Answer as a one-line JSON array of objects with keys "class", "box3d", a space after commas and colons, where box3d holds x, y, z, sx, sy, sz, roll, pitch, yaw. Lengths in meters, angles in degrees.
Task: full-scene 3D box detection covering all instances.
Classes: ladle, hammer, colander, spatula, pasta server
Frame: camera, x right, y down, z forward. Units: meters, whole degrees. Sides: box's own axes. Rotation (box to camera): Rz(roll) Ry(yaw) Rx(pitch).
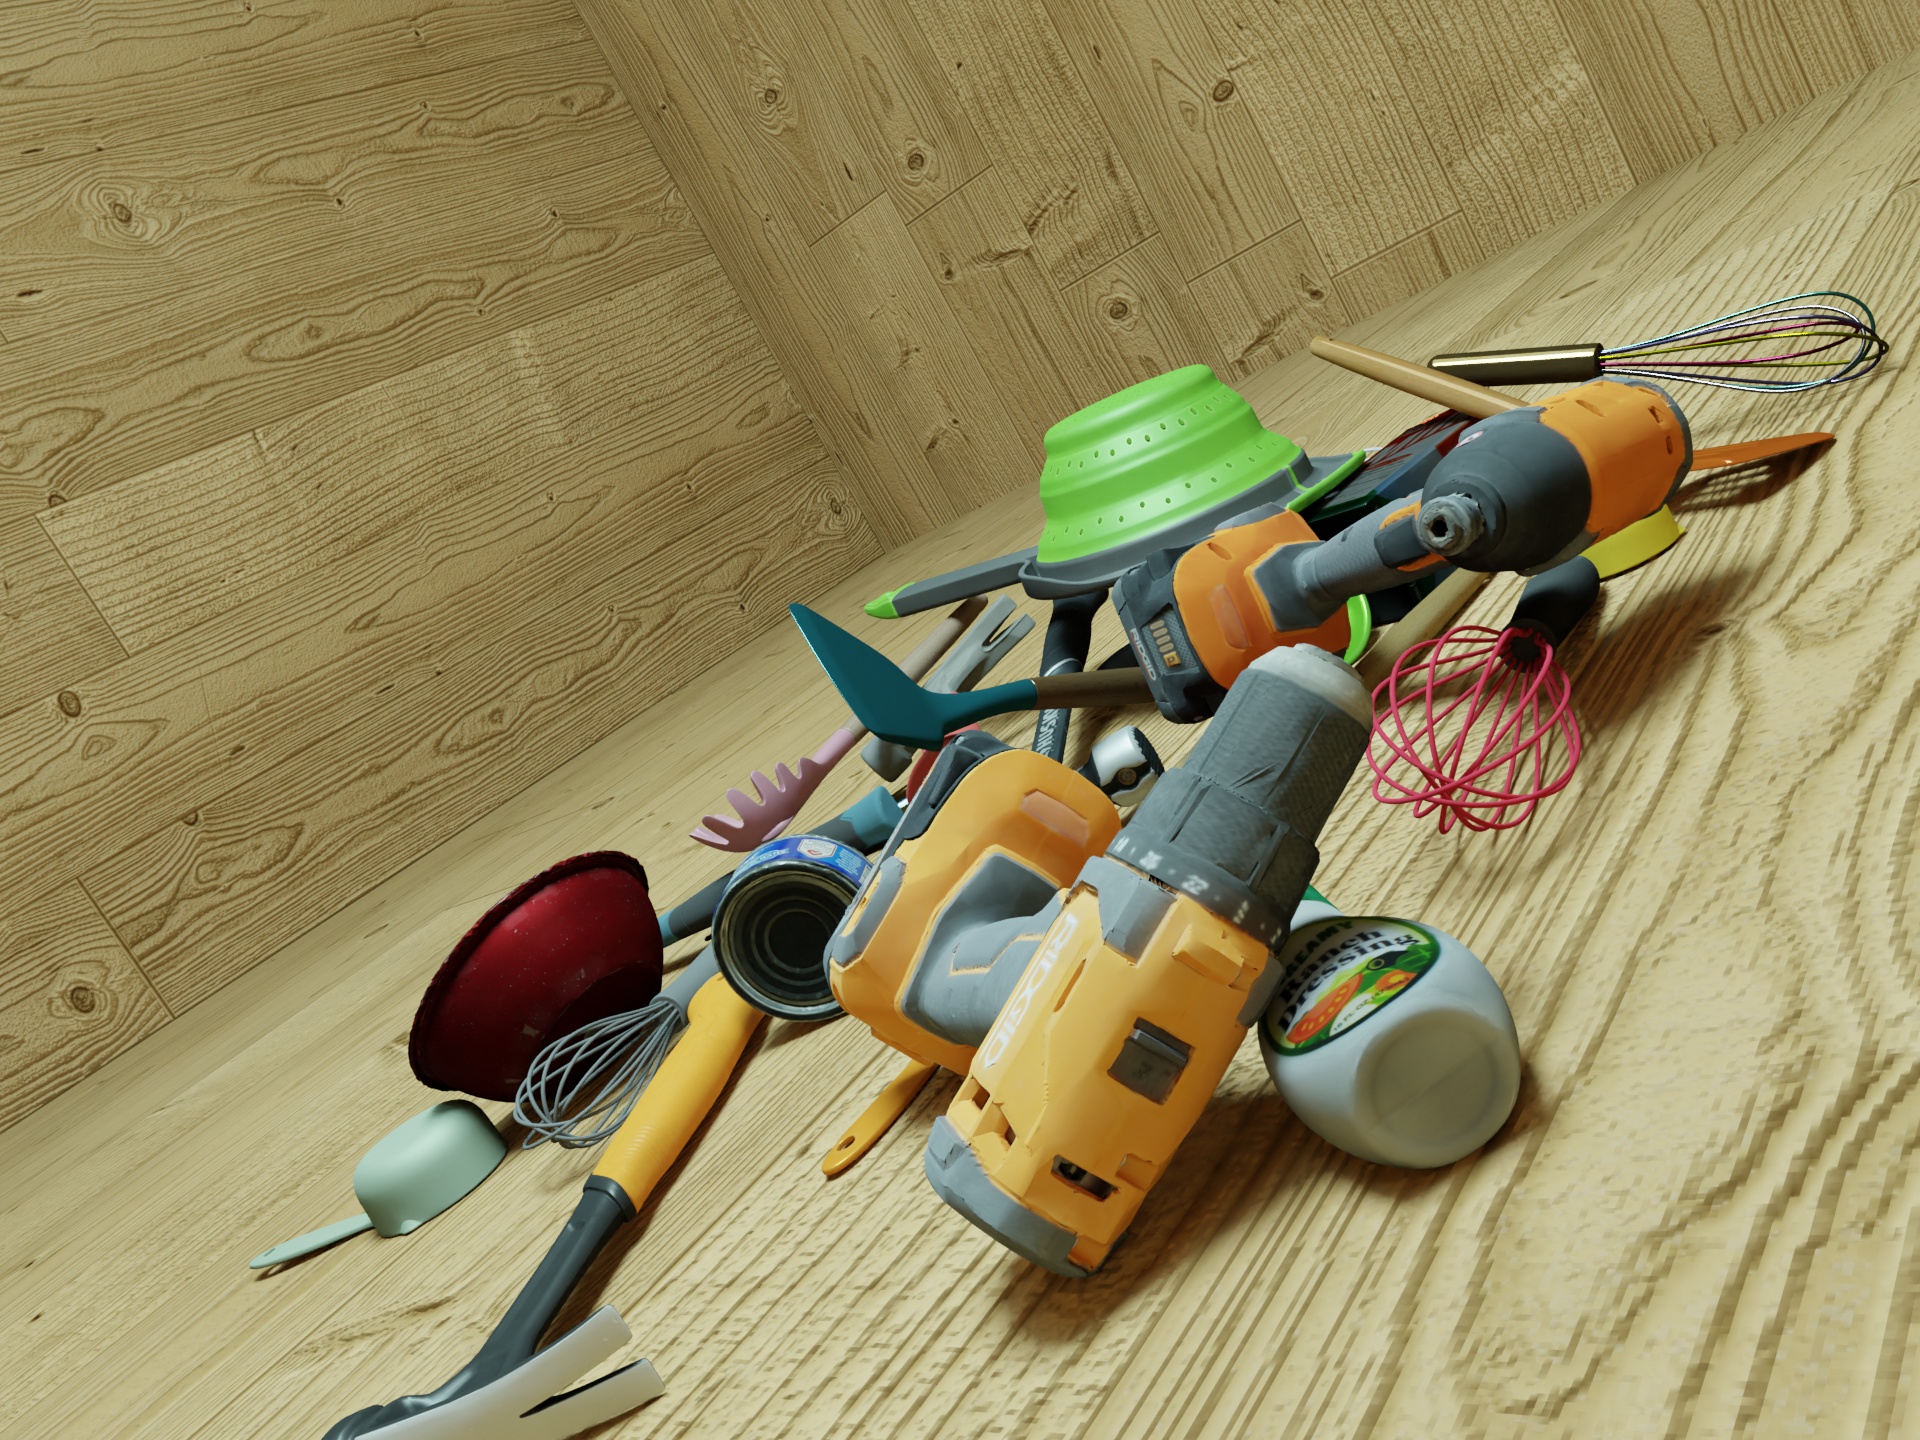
[{"class": "ladle", "box3d": [0.192, -0.018, 0.766, 0.069, 0.031, 0.315, -22, 11, 48]}, {"class": "hammer", "box3d": [-0.001, -0.003, 0.919, 0.149, 0.036, 0.359, -48, 6, 3]}, {"class": "hammer", "box3d": [0.058, -0.015, 0.980, 0.149, 0.036, 0.409, -32, 14, 18]}, {"class": "colander", "box3d": [0.061, -0.145, 1.037, 0.397, 0.094, 0.204, -12, 17, 45]}, {"class": "spatula", "box3d": [0.309, -0.177, 0.876, 0.081, 0.041, 0.323, -16, 33, -28]}, {"class": "hammer", "box3d": [-0.131, 0.182, 0.664, 0.127, 0.034, 0.337, -28, 10, 16]}, {"class": "spatula", "box3d": [0.058, -0.021, 0.778, 0.317, 0.082, 0.044, -5, -42, -37]}, {"class": "pasta server", "box3d": [-0.066, -0.009, 1.050, 0.060, 0.040, 0.316, -45, 2, 47]}, {"class": "hammer", "box3d": [-0.165, 0.121, 1.001, 0.331, 0.033, 0.128, -29, 11, 27]}]

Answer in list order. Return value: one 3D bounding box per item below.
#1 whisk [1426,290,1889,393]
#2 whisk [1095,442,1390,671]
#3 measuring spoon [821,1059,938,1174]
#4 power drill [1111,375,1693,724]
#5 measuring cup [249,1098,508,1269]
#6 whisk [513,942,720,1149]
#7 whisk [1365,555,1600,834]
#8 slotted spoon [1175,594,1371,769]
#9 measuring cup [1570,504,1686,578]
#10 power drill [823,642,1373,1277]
[{"class": "whisk", "box3d": [0.379, -0.204, 0.889, 0.245, 0.051, 0.047, 6, 25, 39]}, {"class": "whisk", "box3d": [0.200, -0.097, 1.052, 0.284, 0.070, 0.070, -35, 10, -4]}, {"class": "measuring spoon", "box3d": [-0.022, 0.139, 0.630, 0.021, 0.011, 0.117, -21, 13, 39]}, {"class": "power drill", "box3d": [0.174, -0.070, 0.679, 0.164, 0.084, 0.226, -23, 0, -43]}, {"class": "measuring cup", "box3d": [-0.319, 0.249, 0.843, 0.167, 0.038, 0.083, -25, 11, 14]}, {"class": "whisk", "box3d": [-0.155, 0.157, 0.838, 0.055, 0.055, 0.239, -25, 7, 26]}, {"class": "whisk", "box3d": [0.223, -0.024, 0.637, 0.073, 0.073, 0.296, -23, 6, 34]}, {"class": "slotted spoon", "box3d": [0.128, 0.007, 0.780, 0.314, 0.070, 0.031, -46, -17, -44]}, {"class": "measuring cup", "box3d": [0.332, -0.111, 0.812, 0.062, 0.029, 0.156, -24, 13, 30]}, {"class": "power drill", "box3d": [0.038, 0.056, 0.523, 0.185, 0.084, 0.226, -59, 14, -3]}]
